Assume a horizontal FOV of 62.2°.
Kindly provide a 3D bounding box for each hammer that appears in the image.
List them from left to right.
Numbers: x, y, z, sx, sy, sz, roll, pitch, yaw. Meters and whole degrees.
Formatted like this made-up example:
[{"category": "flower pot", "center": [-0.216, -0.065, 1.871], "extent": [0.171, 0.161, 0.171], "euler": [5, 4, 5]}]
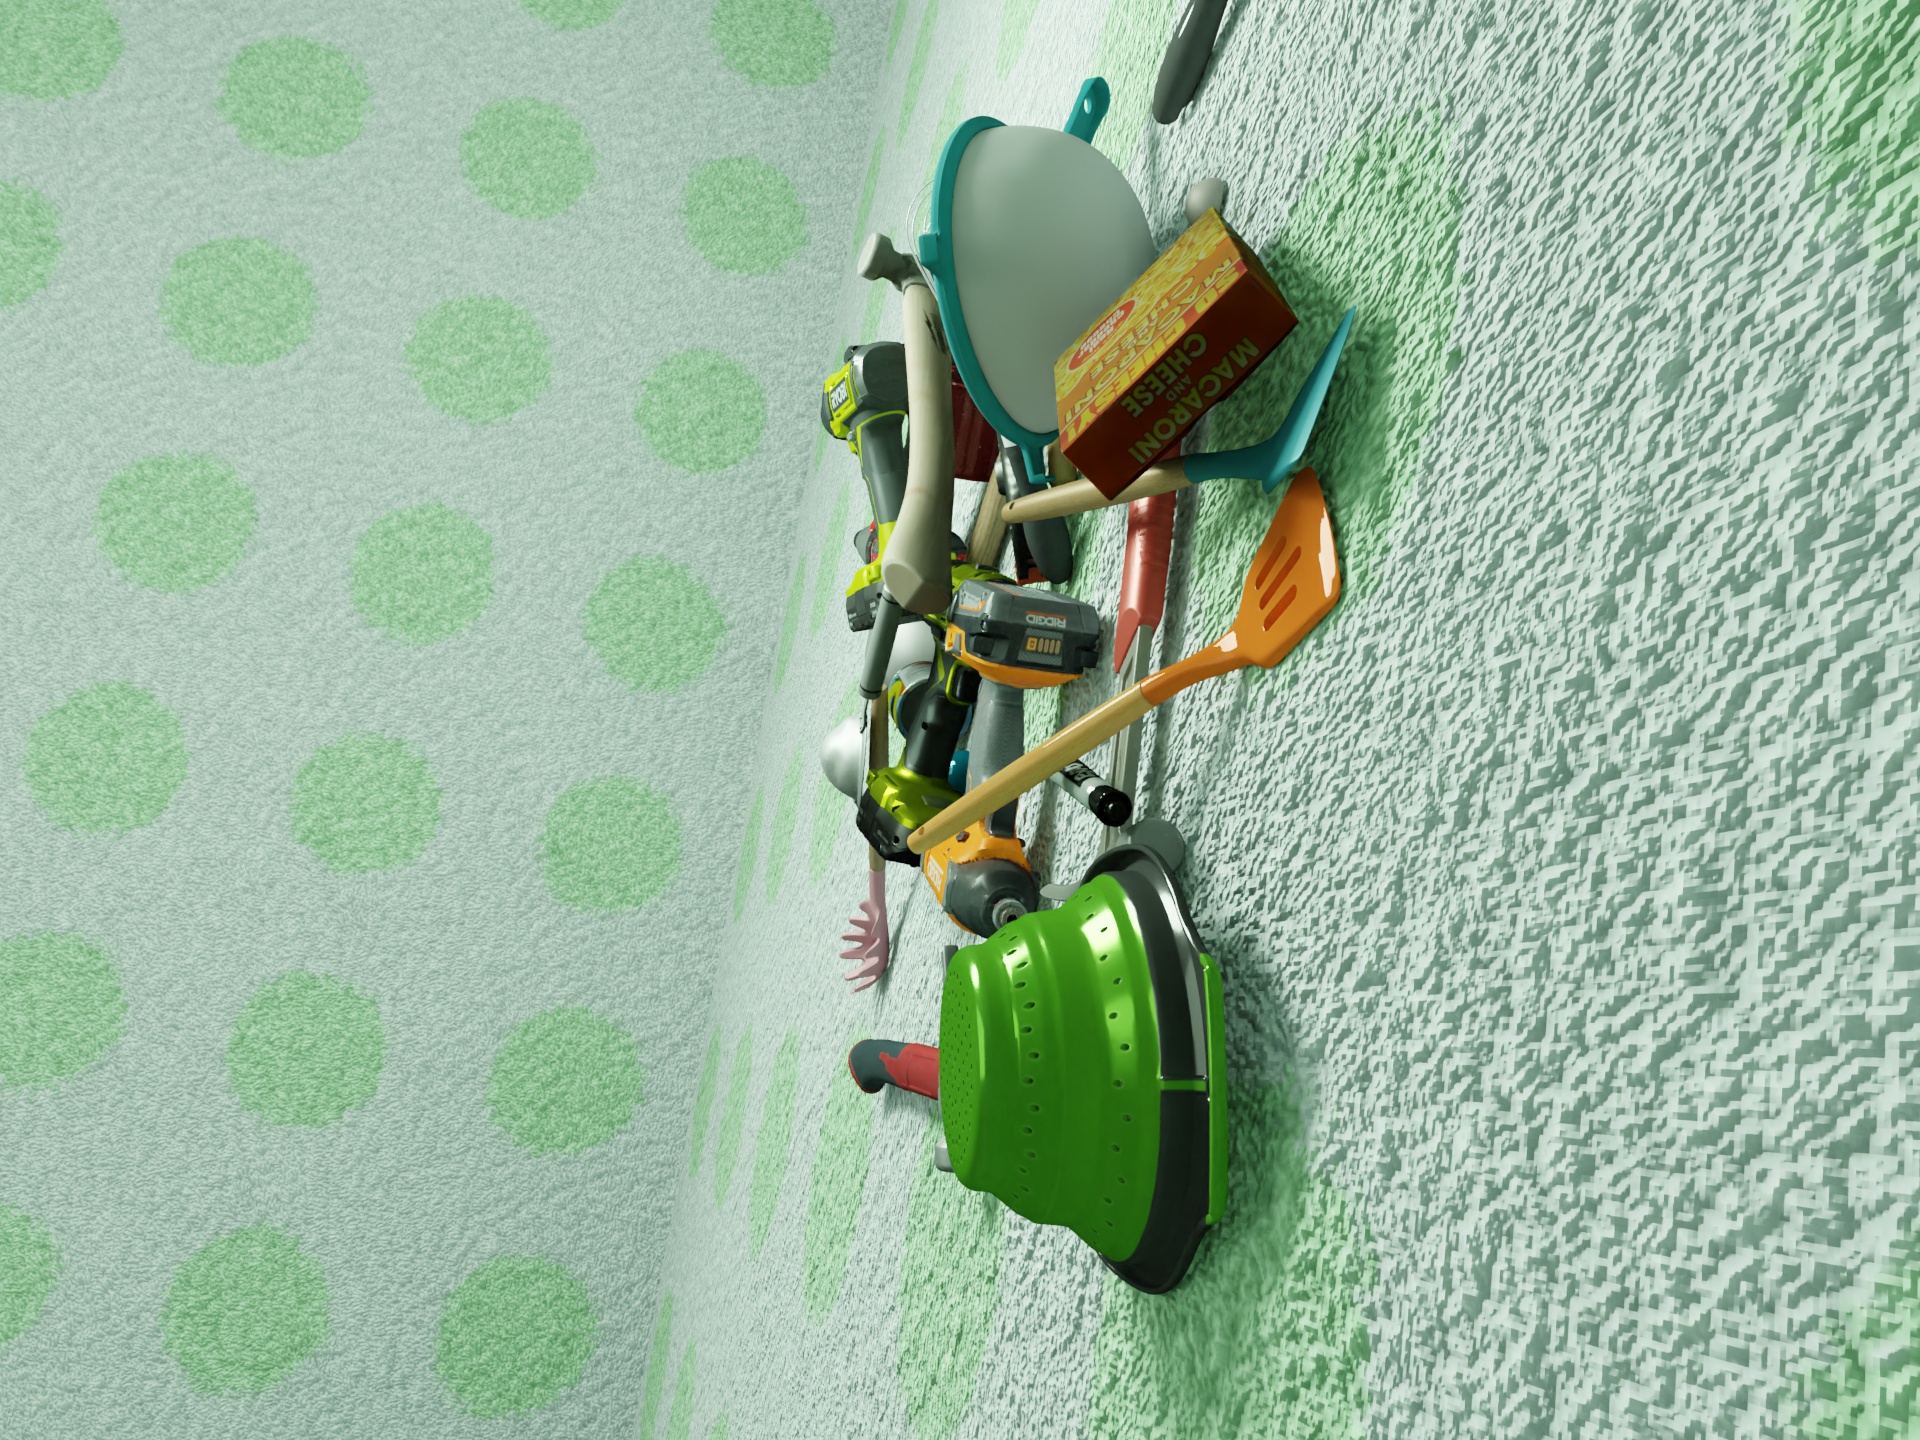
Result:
[{"category": "hammer", "center": [-0.036, 0.243, 1.189], "extent": [0.386, 0.038, 0.143], "euler": [145, 126, -74]}, {"category": "hammer", "center": [-0.014, -0.228, 1.215], "extent": [0.038, 0.146, 0.411], "euler": [-52, 27, 40]}, {"category": "hammer", "center": [0.047, -0.223, 1.293], "extent": [0.130, 0.031, 0.331], "euler": [-96, 21, -55]}, {"category": "hammer", "center": [0.101, -0.074, 0.904], "extent": [0.149, 0.036, 0.359], "euler": [139, 141, -70]}]

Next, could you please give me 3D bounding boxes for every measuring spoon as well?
[{"category": "measuring spoon", "center": [-0.021, 0.074, 1.341], "extent": [0.042, 0.021, 0.128], "euler": [-92, 20, -48]}, {"category": "measuring spoon", "center": [0.133, -0.278, 0.987], "extent": [0.034, 0.018, 0.124], "euler": [-95, 20, -52]}]

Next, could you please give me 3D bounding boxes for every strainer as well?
[{"category": "strainer", "center": [-0.076, -0.021, 1.281], "extent": [0.087, 0.050, 0.258], "euler": [-95, 17, -49]}, {"category": "strainer", "center": [-0.045, -0.067, 1.473], "extent": [0.256, 0.069, 0.151], "euler": [-174, 96, -79]}, {"category": "strainer", "center": [0.087, -0.334, 1.049], "extent": [0.210, 0.095, 0.341], "euler": [58, -140, -41]}]

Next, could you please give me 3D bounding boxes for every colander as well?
[{"category": "colander", "center": [0.028, 0.168, 0.817], "extent": [0.397, 0.094, 0.204], "euler": [147, 123, -78]}]

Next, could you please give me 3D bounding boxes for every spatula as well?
[{"category": "spatula", "center": [0.072, -0.007, 0.807], "extent": [0.322, 0.041, 0.081], "euler": [-35, 43, 37]}, {"category": "spatula", "center": [0.100, -0.135, 0.834], "extent": [0.317, 0.044, 0.082], "euler": [-3, 62, 61]}]

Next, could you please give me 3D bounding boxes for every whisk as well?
[{"category": "whisk", "center": [0.028, -0.227, 1.082], "extent": [0.070, 0.070, 0.284], "euler": [-132, 24, -75]}, {"category": "whisk", "center": [0.069, -0.289, 1.157], "extent": [0.051, 0.047, 0.245], "euler": [-4, 85, 35]}, {"category": "whisk", "center": [0.161, -0.462, 0.975], "extent": [0.238, 0.055, 0.055], "euler": [113, 164, -58]}]

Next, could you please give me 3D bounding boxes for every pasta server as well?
[{"category": "pasta server", "center": [-0.080, 0.109, 1.405], "extent": [0.060, 0.040, 0.316], "euler": [-123, 31, -54]}]

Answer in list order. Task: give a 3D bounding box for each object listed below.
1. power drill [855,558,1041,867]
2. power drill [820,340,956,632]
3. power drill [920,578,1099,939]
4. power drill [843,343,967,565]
[{"category": "power drill", "center": [-0.002, -0.004, 1.209], "extent": [0.191, 0.080, 0.228], "euler": [-142, 66, -68]}, {"category": "power drill", "center": [-0.069, -0.195, 1.367], "extent": [0.171, 0.080, 0.223], "euler": [169, 91, -71]}, {"category": "power drill", "center": [0.029, 0.029, 1.038], "extent": [0.164, 0.084, 0.226], "euler": [-138, 56, -75]}, {"category": "power drill", "center": [-0.052, -0.235, 1.477], "extent": [0.143, 0.078, 0.219], "euler": [22, 117, 49]}]
